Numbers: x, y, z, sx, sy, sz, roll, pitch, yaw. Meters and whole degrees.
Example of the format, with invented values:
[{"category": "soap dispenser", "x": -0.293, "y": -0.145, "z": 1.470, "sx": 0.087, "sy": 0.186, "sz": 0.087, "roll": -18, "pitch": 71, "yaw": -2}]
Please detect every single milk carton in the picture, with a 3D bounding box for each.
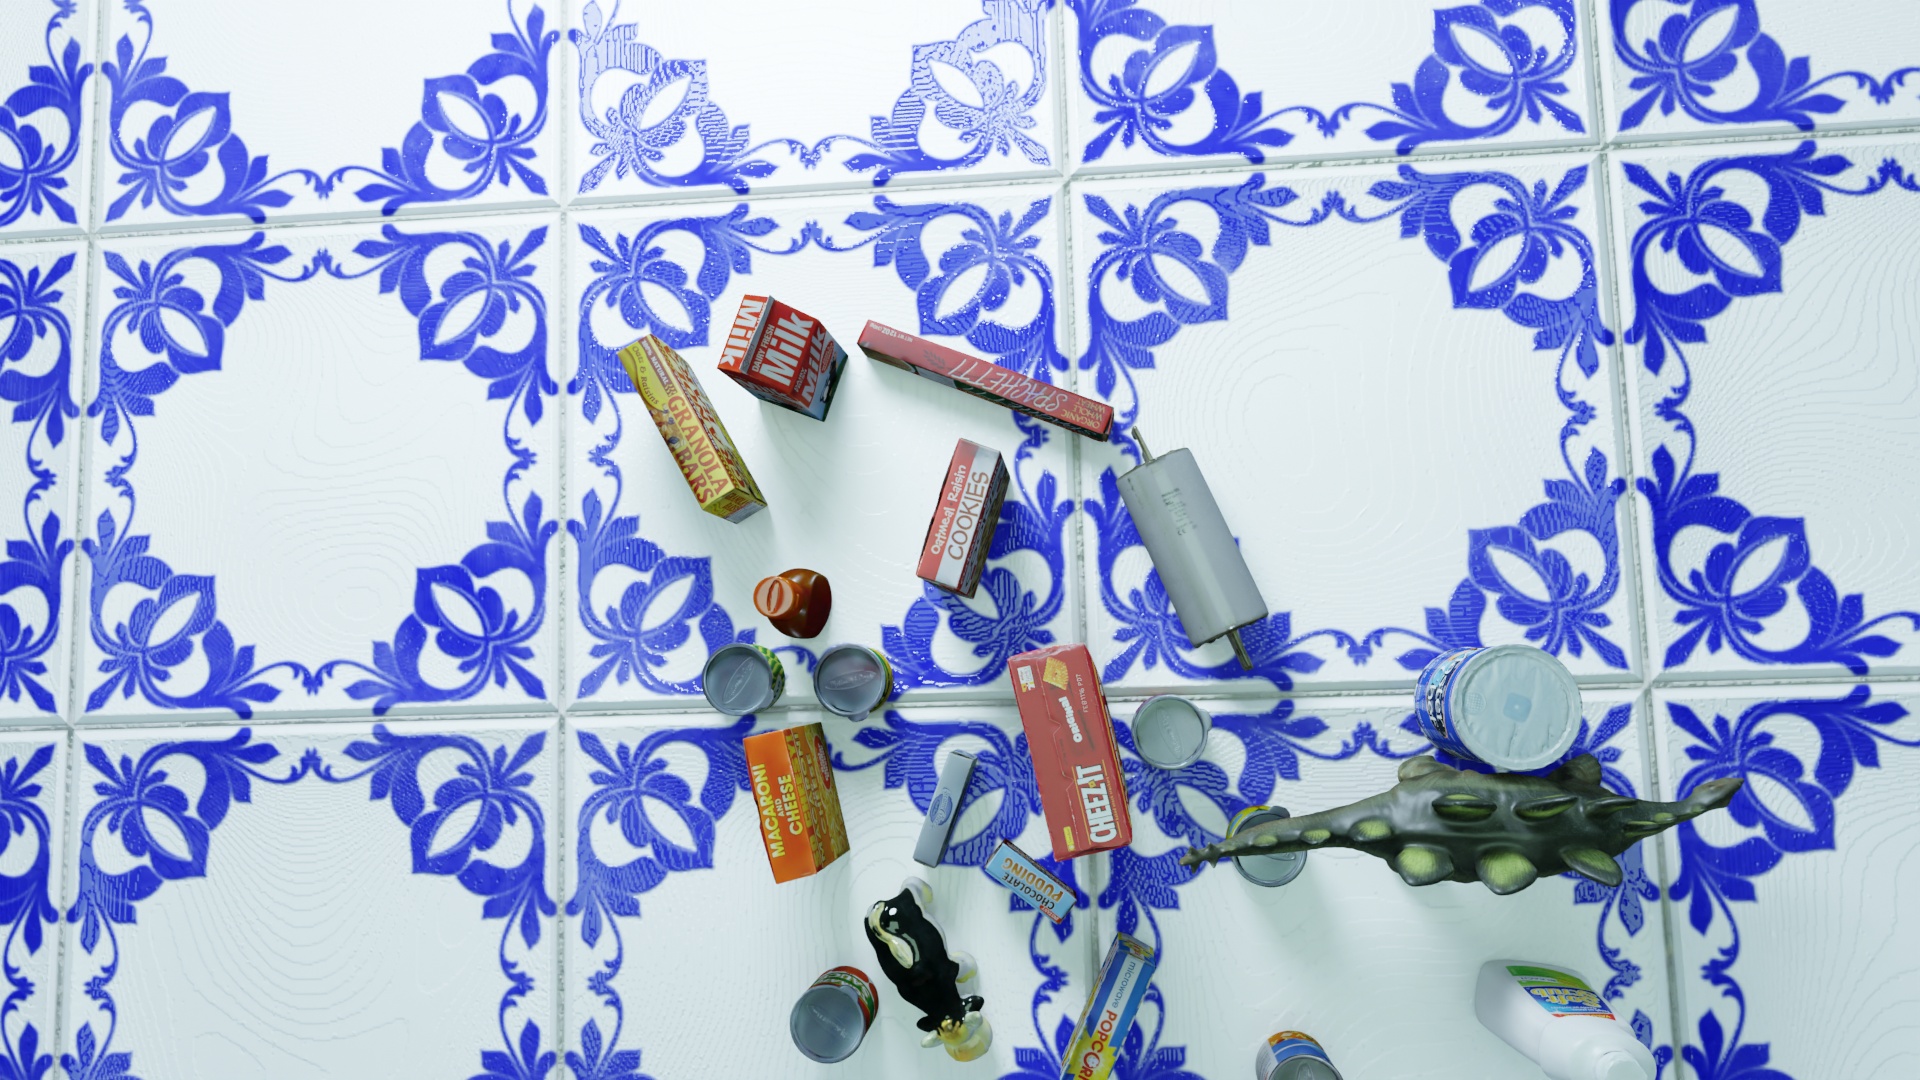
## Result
[{"category": "milk carton", "x": -0.161, "y": -0.165, "z": 1.249, "sx": 0.073, "sy": 0.190, "sz": 0.072, "roll": 20, "pitch": 87, "yaw": 7}]

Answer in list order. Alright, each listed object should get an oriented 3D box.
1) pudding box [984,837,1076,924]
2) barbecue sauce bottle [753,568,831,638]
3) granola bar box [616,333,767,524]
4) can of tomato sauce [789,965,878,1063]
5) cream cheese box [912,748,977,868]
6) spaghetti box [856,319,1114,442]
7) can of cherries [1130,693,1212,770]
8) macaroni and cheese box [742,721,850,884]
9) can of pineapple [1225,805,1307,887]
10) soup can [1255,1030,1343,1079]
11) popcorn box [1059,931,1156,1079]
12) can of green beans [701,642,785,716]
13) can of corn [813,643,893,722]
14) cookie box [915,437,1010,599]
[{"category": "pudding box", "x": 0.063, "y": 0.306, "z": 1.249, "sx": 0.084, "sy": 0.049, "sz": 0.030, "roll": 36, "pitch": 89, "yaw": 8}, {"category": "barbecue sauce bottle", "x": -0.150, "y": 0.055, "z": 1.246, "sx": 0.044, "sy": 0.148, "sz": 0.065, "roll": 10, "pitch": 85, "yaw": 6}, {"category": "granola bar box", "x": -0.245, "y": -0.101, "z": 1.283, "sx": 0.039, "sy": 0.124, "sz": 0.165, "roll": -30, "pitch": 82, "yaw": 2}, {"category": "can of tomato sauce", "x": -0.110, "y": 0.418, "z": 1.236, "sx": 0.071, "sy": 0.083, "sz": 0.071, "roll": -1, "pitch": 84, "yaw": 5}, {"category": "cream cheese box", "x": -0.013, "y": 0.242, "z": 1.261, "sx": 0.024, "sy": 0.053, "sz": 0.104, "roll": 19, "pitch": 86, "yaw": 7}, {"category": "spaghetti box", "x": 0.025, "y": -0.149, "z": 1.301, "sx": 0.250, "sy": 0.050, "sz": 0.028, "roll": 21, "pitch": 87, "yaw": 7}, {"category": "can of cherries", "x": 0.189, "y": 0.171, "z": 1.248, "sx": 0.071, "sy": 0.058, "sz": 0.071, "roll": -1, "pitch": 84, "yaw": 5}, {"category": "macaroni and cheese box", "x": -0.142, "y": 0.226, "z": 1.217, "sx": 0.040, "sy": 0.166, "sz": 0.124, "roll": -15, "pitch": 83, "yaw": 4}, {"category": "can of pineapple", "x": 0.271, "y": 0.268, "z": 1.230, "sx": 0.071, "sy": 0.058, "sz": 0.071, "roll": -1, "pitch": 84, "yaw": 5}, {"category": "soup can", "x": 0.294, "y": 0.465, "z": 1.194, "sx": 0.071, "sy": 0.083, "sz": 0.071, "roll": -1, "pitch": 84, "yaw": 5}, {"category": "popcorn box", "x": 0.129, "y": 0.413, "z": 1.214, "sx": 0.038, "sy": 0.085, "sz": 0.126, "roll": 24, "pitch": 87, "yaw": 7}, {"category": "can of green beans", "x": -0.200, "y": 0.129, "z": 1.288, "sx": 0.071, "sy": 0.058, "sz": 0.071, "roll": -1, "pitch": 84, "yaw": 5}, {"category": "can of corn", "x": -0.097, "y": 0.131, "z": 1.278, "sx": 0.071, "sy": 0.058, "sz": 0.071, "roll": -1, "pitch": 84, "yaw": 5}, {"category": "cookie box", "x": 0.004, "y": -0.015, "z": 1.230, "sx": 0.040, "sy": 0.167, "sz": 0.123, "roll": 17, "pitch": 86, "yaw": 7}]
